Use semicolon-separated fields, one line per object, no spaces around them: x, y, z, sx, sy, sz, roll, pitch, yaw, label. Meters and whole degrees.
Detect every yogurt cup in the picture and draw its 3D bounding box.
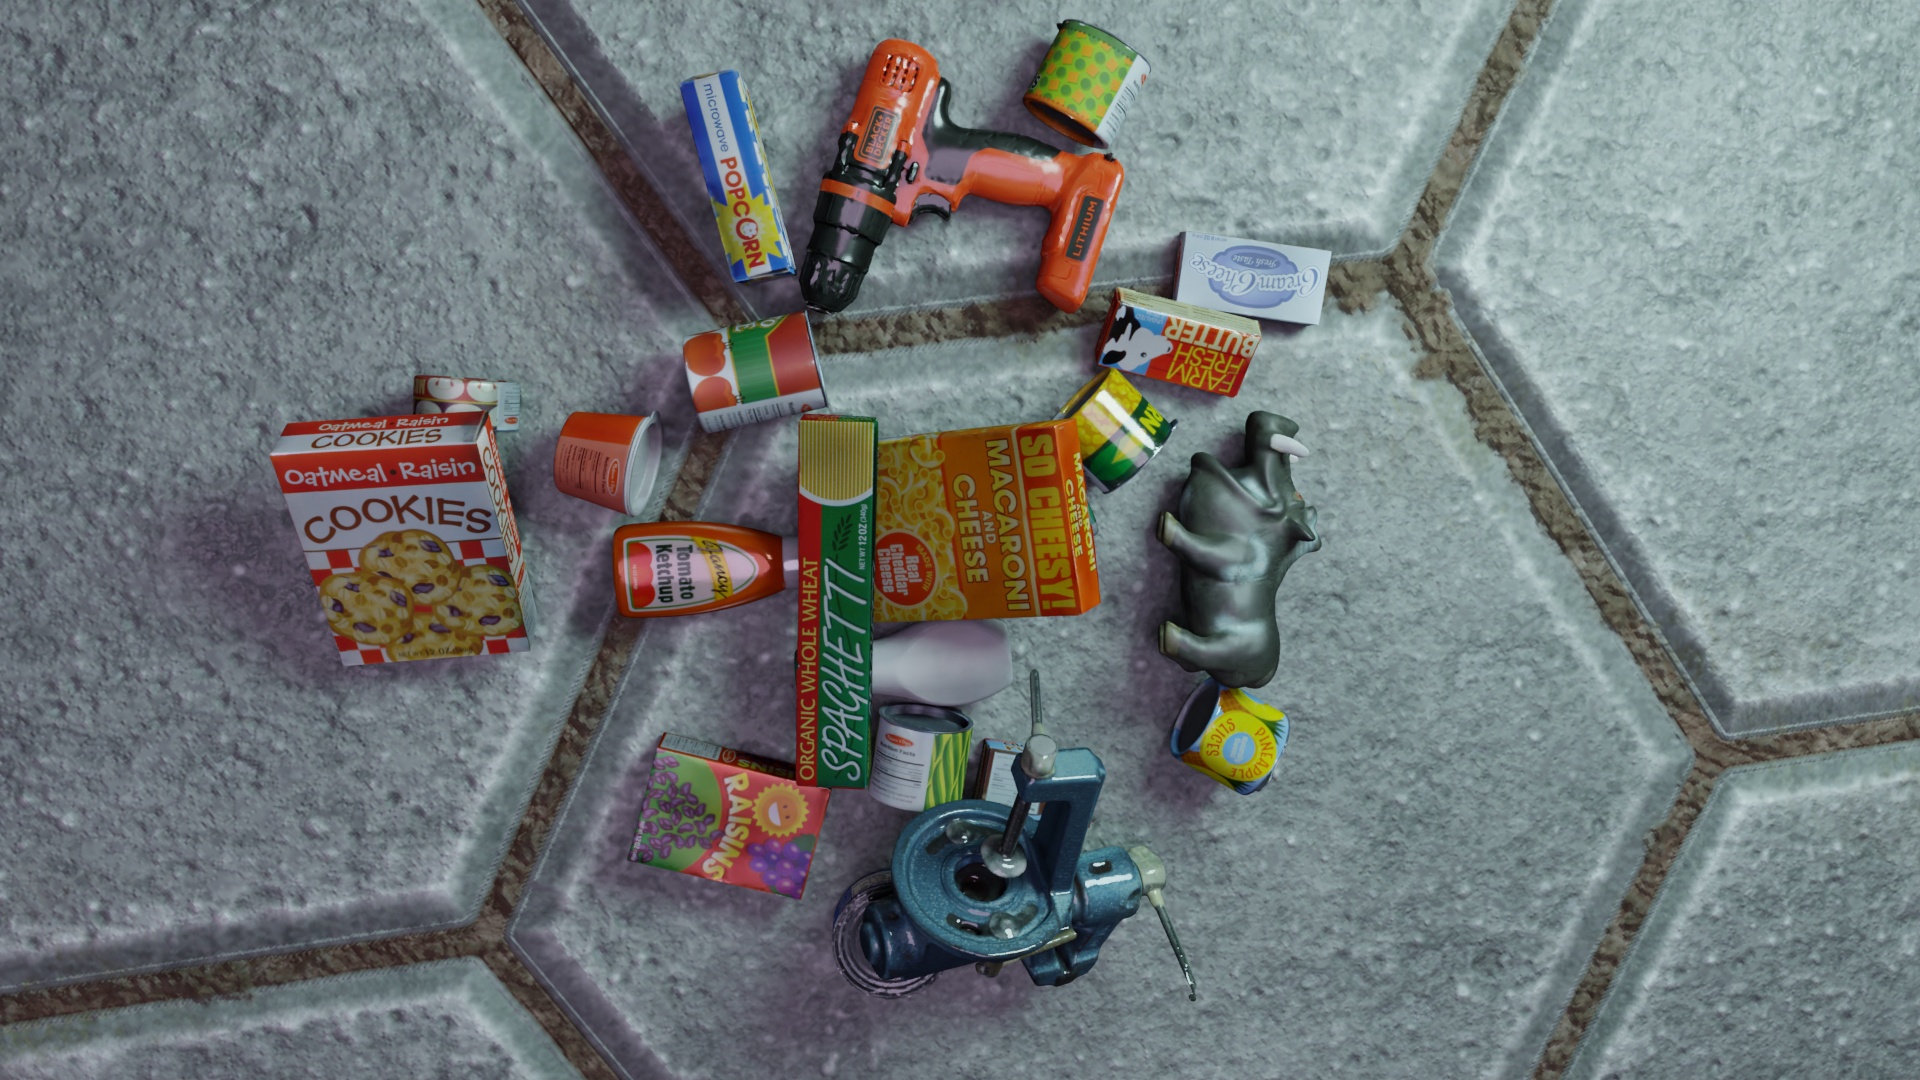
-0.233;-0.053;0.914;0.054;0.072;0.072;12;97;1;yogurt cup

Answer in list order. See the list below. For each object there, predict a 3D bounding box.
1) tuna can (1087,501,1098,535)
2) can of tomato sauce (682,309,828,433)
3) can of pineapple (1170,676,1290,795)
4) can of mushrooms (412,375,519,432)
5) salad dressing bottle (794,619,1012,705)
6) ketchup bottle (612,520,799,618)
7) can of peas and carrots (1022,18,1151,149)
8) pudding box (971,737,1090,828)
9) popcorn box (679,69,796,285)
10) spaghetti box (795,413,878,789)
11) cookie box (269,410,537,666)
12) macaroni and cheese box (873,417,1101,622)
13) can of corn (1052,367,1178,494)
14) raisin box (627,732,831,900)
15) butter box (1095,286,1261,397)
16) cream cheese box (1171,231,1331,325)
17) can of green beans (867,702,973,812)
0.064;-0.028;0.944;0.033;0.071;0.071;-27;99;-2;tuna can
-0.135;-0.113;0.914;0.083;0.071;0.071;-13;99;-3;can of tomato sauce
0.189;0.137;0.975;0.058;0.071;0.071;29;94;-8;can of pineapple
-0.322;-0.089;0.899;0.071;0.071;0.033;4;97;-6;can of mushrooms
-0.039;0.085;0.961;0.148;0.044;0.064;-5;100;-3;salad dressing bottle
-0.157;0.017;0.940;0.149;0.043;0.064;-3;98;-6;ketchup bottle
0.080;-0.299;0.910;0.071;0.071;0.058;28;95;-8;can of peas and carrots
0.054;0.173;0.987;0.084;0.030;0.049;10;96;-7;pudding box
-0.140;-0.229;0.888;0.038;0.085;0.126;-15;99;-2;popcorn box
-0.082;0.043;0.913;0.050;0.029;0.249;2;100;2;spaghetti box
-0.350;0.000;0.887;0.123;0.040;0.166;-4;126;-4;cookie box
0.003;-0.011;0.912;0.166;0.040;0.123;-4;100;29;macaroni and cheese box
0.102;-0.076;0.940;0.058;0.071;0.071;44;92;-9;can of corn
-0.159;0.192;0.965;0.123;0.040;0.086;15;95;-6;raisin box
0.148;-0.135;0.947;0.103;0.024;0.052;13;129;-7;butter box
0.199;-0.180;0.957;0.104;0.024;0.053;6;98;-6;cream cheese box
-0.028;0.149;0.958;0.071;0.071;0.057;8;99;-6;can of green beans
